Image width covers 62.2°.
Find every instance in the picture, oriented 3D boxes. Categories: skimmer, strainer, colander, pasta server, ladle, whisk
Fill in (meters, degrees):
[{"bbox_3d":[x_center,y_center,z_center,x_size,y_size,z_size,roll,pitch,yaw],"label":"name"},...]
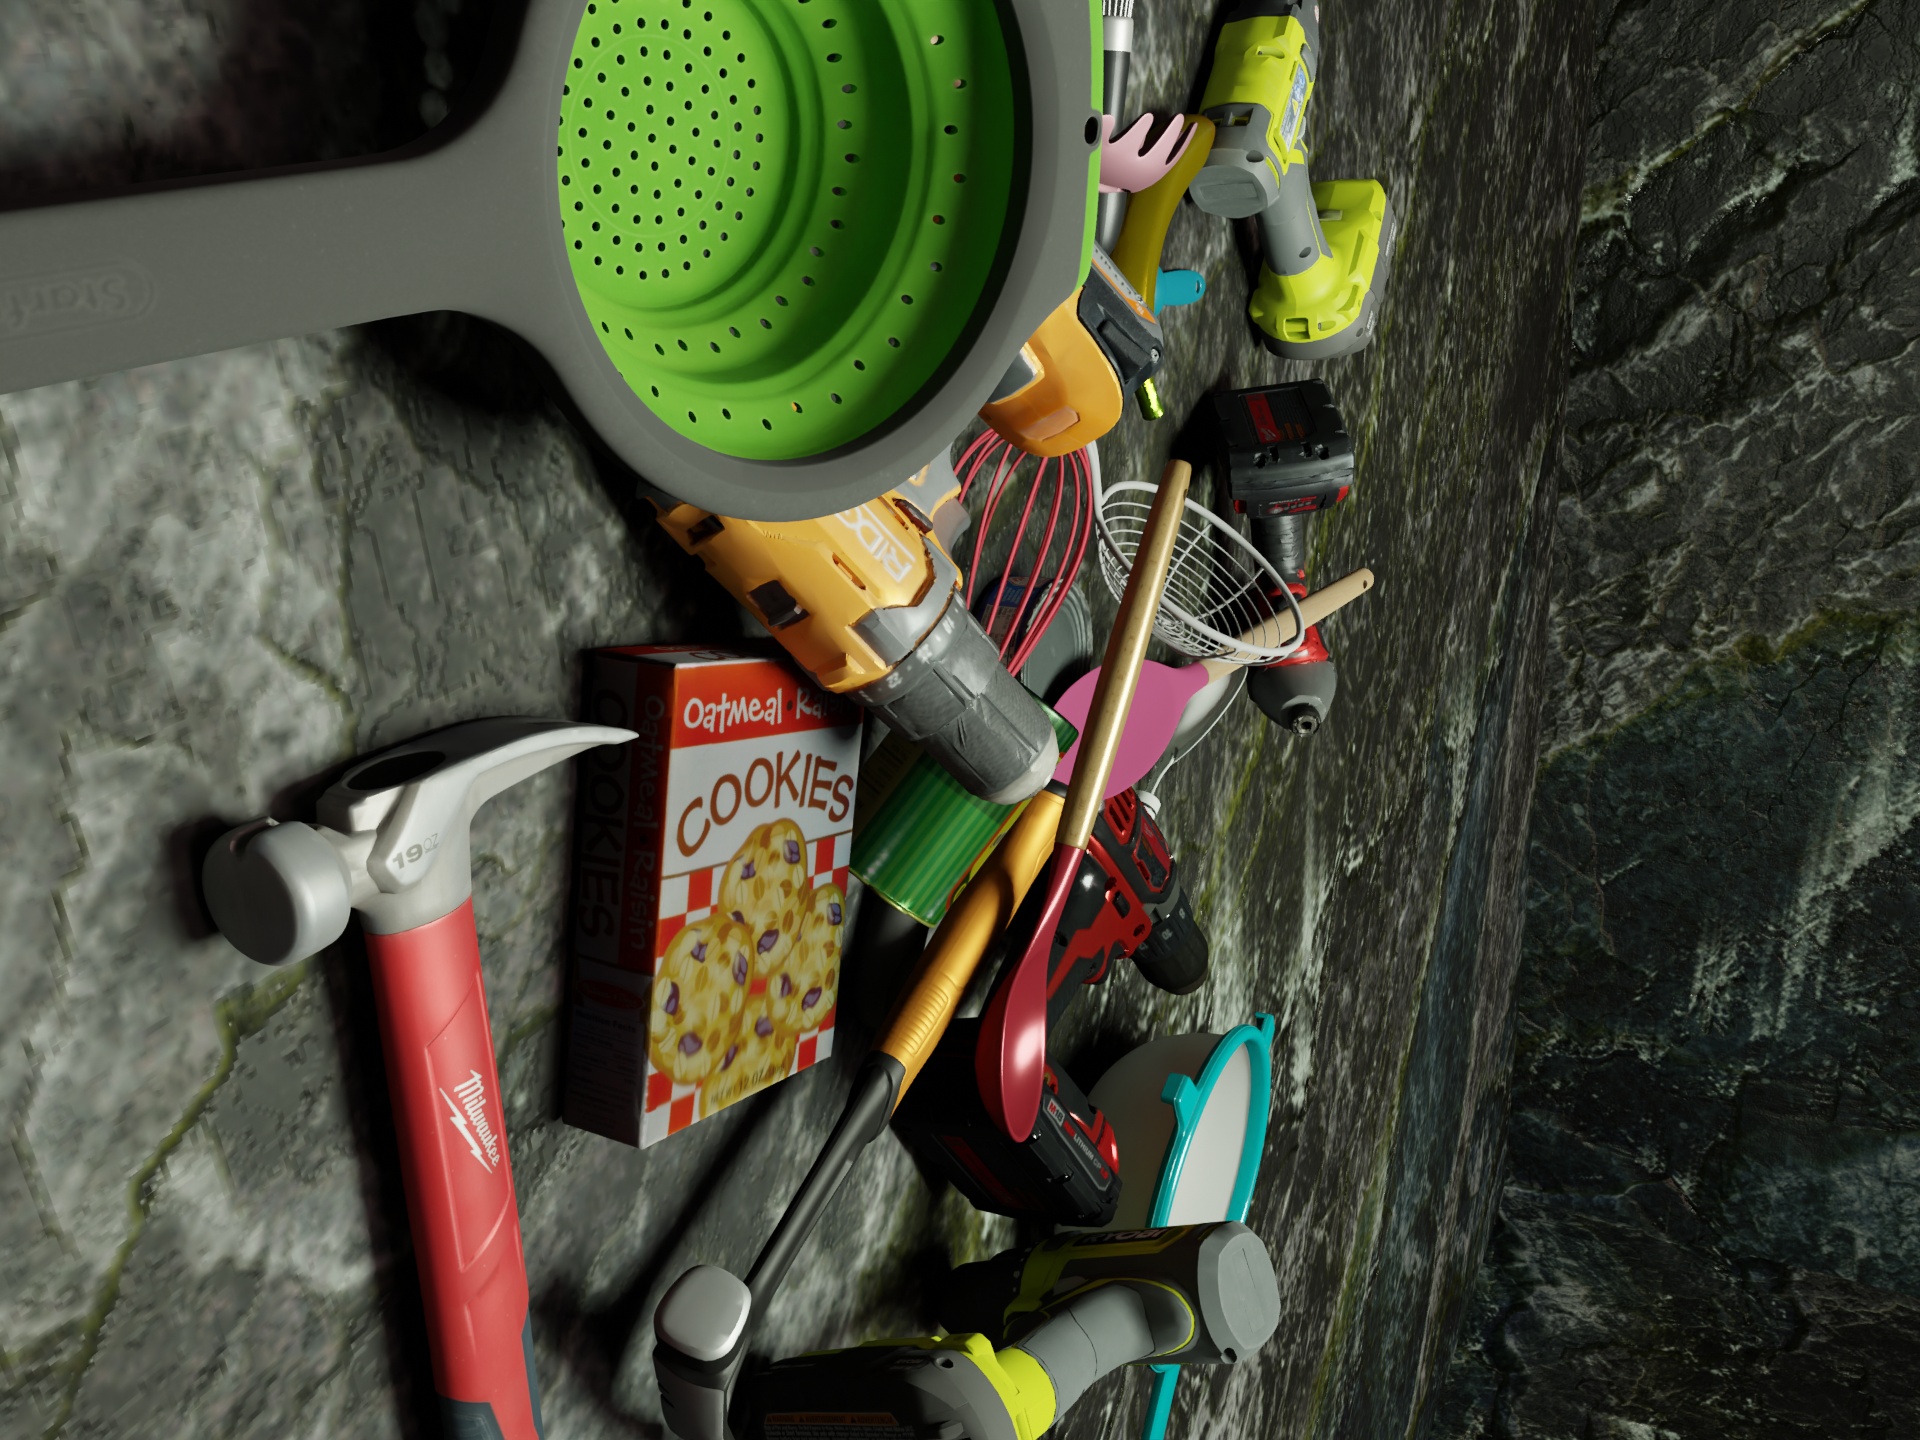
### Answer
[{"bbox_3d":[0.078,-0.176,0.750,0.127,0.090,0.362,-85,156,-52],"label":"skimmer"},{"bbox_3d":[0.116,0.044,0.983,0.258,0.050,0.087,-61,-169,-25],"label":"strainer"},{"bbox_3d":[-0.125,-0.142,0.426,0.397,0.095,0.204,-25,127,-38],"label":"colander"},{"bbox_3d":[0.104,0.342,0.990,0.211,0.095,0.340,-4,106,-64],"label":"strainer"},{"bbox_3d":[-0.005,-0.250,0.581,0.316,0.060,0.040,3,108,-56],"label":"pasta server"},{"bbox_3d":[0.057,0.032,0.719,0.069,0.031,0.315,28,77,-70],"label":"ladle"},{"bbox_3d":[-0.001,-0.002,0.729,0.073,0.073,0.296,17,89,-63],"label":"whisk"},{"bbox_3d":[0.075,-0.371,0.779,0.070,0.070,0.284,-31,130,-57],"label":"whisk"}]

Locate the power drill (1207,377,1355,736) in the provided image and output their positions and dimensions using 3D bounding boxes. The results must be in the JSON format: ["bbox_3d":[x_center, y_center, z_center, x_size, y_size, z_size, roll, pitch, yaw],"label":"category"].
[{"bbox_3d":[0.215,-0.101,1.055,0.143,0.078,0.219,-90,171,-54],"label":"power drill"}]

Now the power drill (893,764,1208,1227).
[{"bbox_3d":[0.067,0.152,0.852,0.187,0.080,0.227,56,44,-37],"label":"power drill"}]

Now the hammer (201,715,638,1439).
[{"bbox_3d":[-0.145,0.192,0.518,0.143,0.038,0.386,-33,126,-58],"label":"hammer"}]

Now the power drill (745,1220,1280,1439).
[{"bbox_3d":[0.014,0.294,0.731,0.228,0.190,0.080,-7,80,-51],"label":"power drill"}]

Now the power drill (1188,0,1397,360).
[{"bbox_3d":[0.218,-0.356,1.035,0.223,0.080,0.171,45,58,-54],"label":"power drill"}]

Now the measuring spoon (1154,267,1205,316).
[{"bbox_3d":[0.127,-0.255,0.939,0.128,0.021,0.042,-27,121,-56],"label":"measuring spoon"}]

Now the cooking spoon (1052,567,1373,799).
[{"bbox_3d":[0.148,-0.034,0.896,0.319,0.017,0.068,-27,112,-41],"label":"cooking spoon"}]

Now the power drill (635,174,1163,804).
[{"bbox_3d":[0.001,-0.095,0.614,0.185,0.084,0.226,46,51,-20],"label":"power drill"}]

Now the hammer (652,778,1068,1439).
[{"bbox_3d":[-0.026,0.147,0.683,0.337,0.034,0.127,-56,161,-40],"label":"hammer"}]

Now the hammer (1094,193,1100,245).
[{"bbox_3d":[0.045,-0.333,0.720,0.146,0.035,0.334,-28,129,-35],"label":"hammer"}]
